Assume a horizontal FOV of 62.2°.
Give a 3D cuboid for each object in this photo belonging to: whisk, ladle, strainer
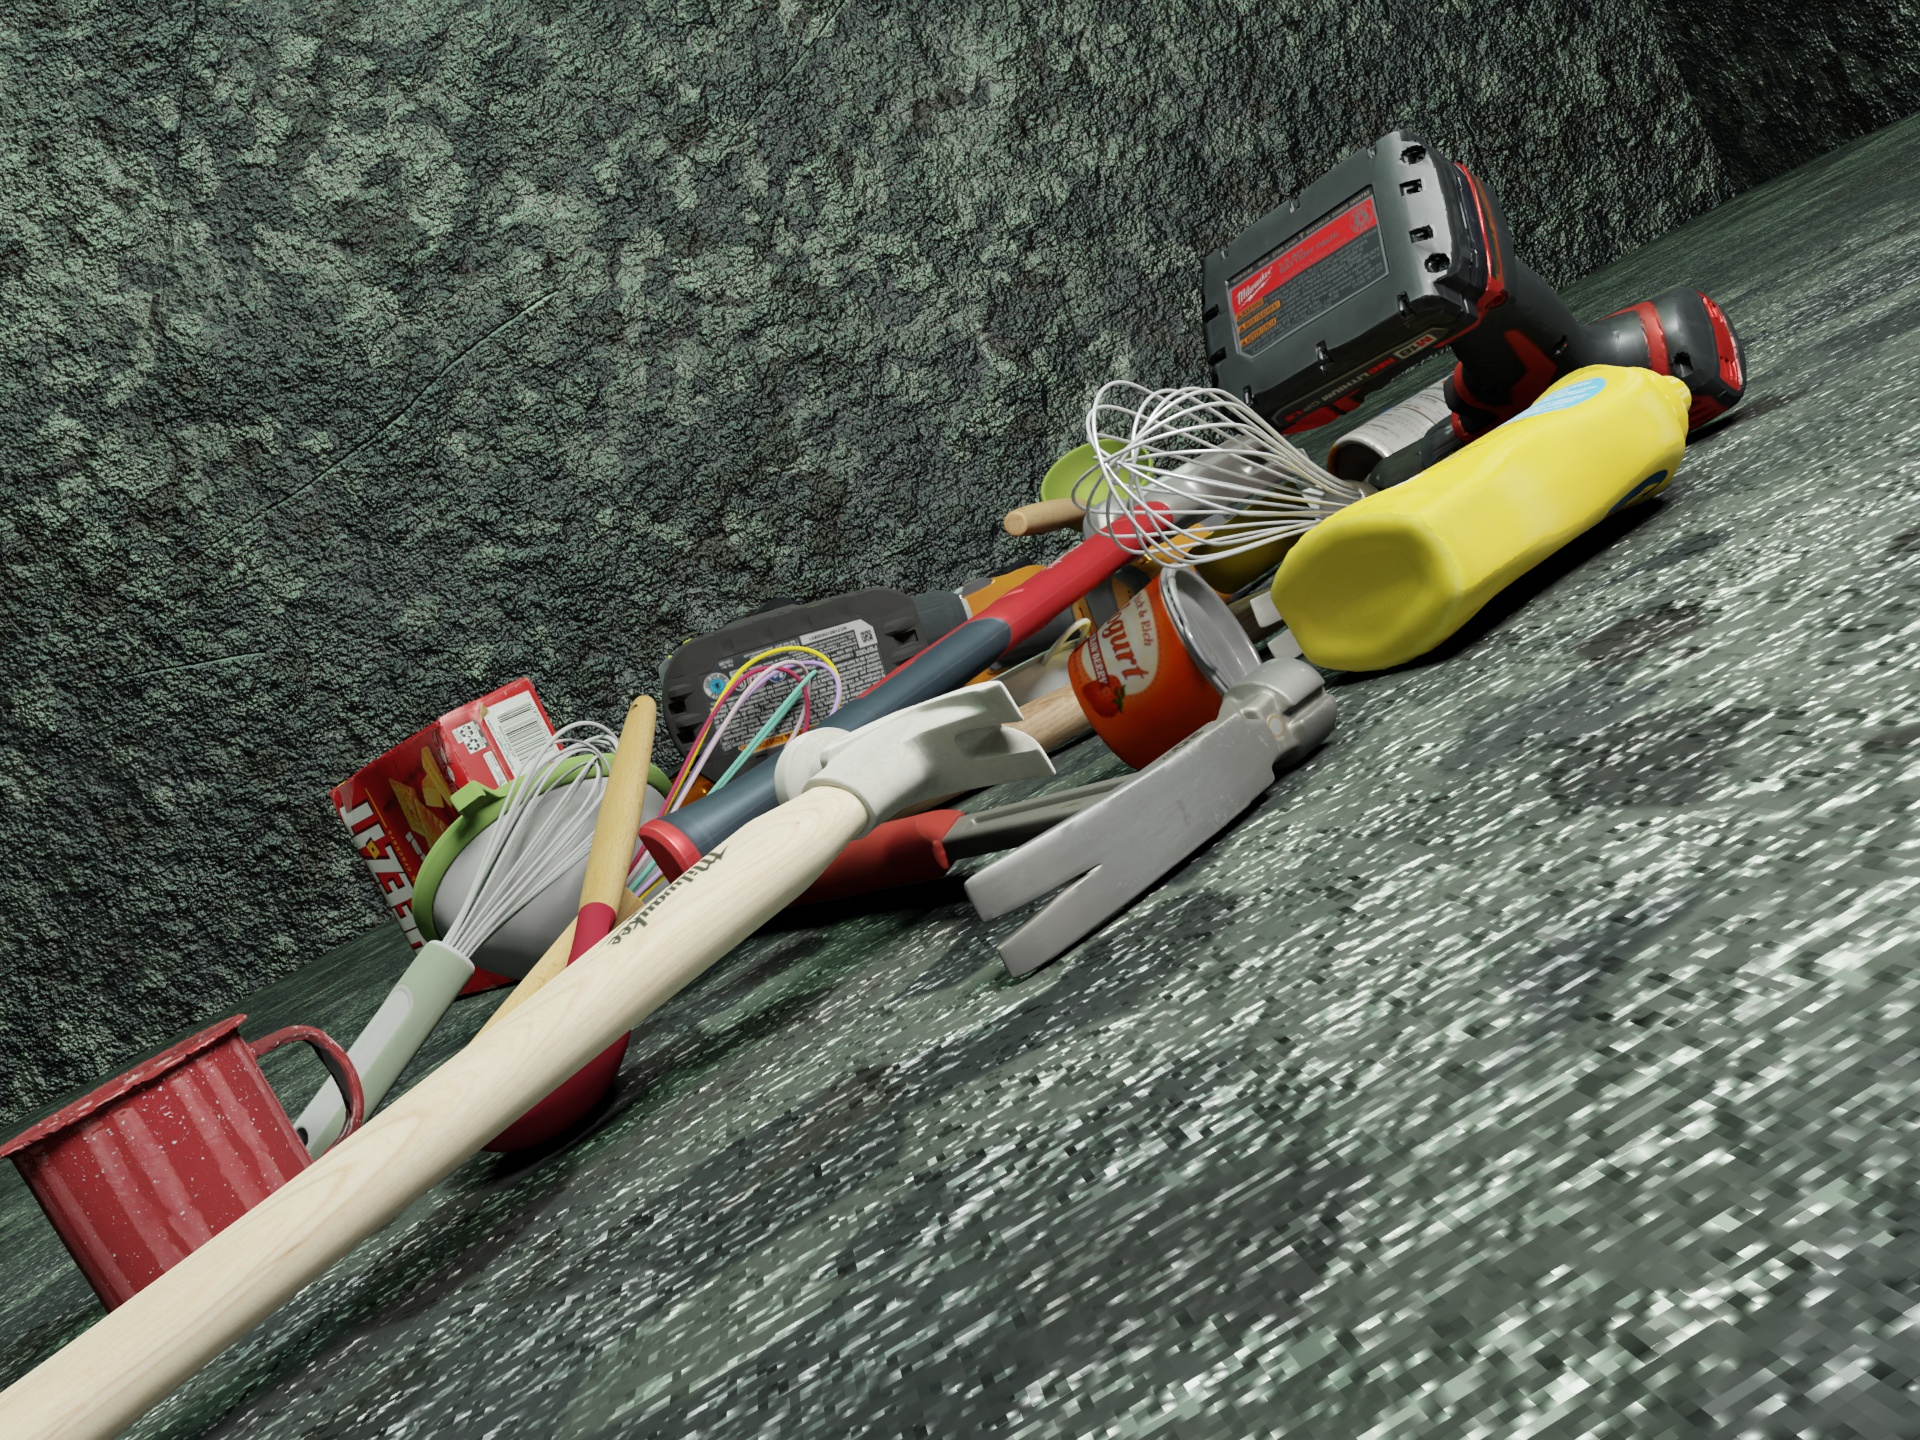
[{"bbox_3d":[-0.138,0.059,0.716,0.245,0.047,0.051,-52,15,-20],"label":"whisk"},{"bbox_3d":[-0.224,0.099,0.714,0.058,0.059,0.246,9,54,34],"label":"whisk"},{"bbox_3d":[-0.145,0.065,0.644,0.069,0.031,0.316,-31,25,12],"label":"ladle"},{"bbox_3d":[0.063,-0.137,0.950,0.078,0.062,0.320,-12,6,16],"label":"ladle"},{"bbox_3d":[-0.162,0.085,0.865,0.256,0.069,0.151,-11,-41,-39],"label":"strainer"},{"bbox_3d":[0.140,-0.086,0.630,0.070,0.070,0.284,-24,-15,39],"label":"whisk"},{"bbox_3d":[-0.001,-0.003,0.892,0.087,0.050,0.258,-22,2,-36],"label":"strainer"}]

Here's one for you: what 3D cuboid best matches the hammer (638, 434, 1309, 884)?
[{"bbox_3d":[0.014,-0.037,0.725,0.386,0.038,0.143,-37,9,-39],"label":"hammer"}]

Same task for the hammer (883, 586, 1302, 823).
[{"bbox_3d":[0.049,-0.003,0.760,0.331,0.031,0.130,-27,5,14],"label":"hammer"}]

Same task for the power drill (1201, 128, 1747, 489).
[{"bbox_3d":[0.205,-0.146,0.694,0.226,0.080,0.188,11,-25,-38],"label":"power drill"}]

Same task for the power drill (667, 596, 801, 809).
[{"bbox_3d":[-0.172,0.025,1.075,0.164,0.084,0.227,-26,28,24],"label":"power drill"}]

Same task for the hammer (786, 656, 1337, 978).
[{"bbox_3d":[-0.029,0.054,0.601,0.149,0.036,0.359,-32,7,-34],"label":"hammer"}]

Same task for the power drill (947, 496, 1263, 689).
[{"bbox_3d":[0.094,-0.080,1.024,0.185,0.084,0.226,-30,9,-40],"label":"power drill"}]

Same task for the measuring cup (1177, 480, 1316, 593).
[{"bbox_3d":[0.105,-0.057,0.738,0.062,0.029,0.156,-32,-6,-43],"label":"measuring cup"}]

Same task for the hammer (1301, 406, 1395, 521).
[{"bbox_3d":[0.332,-0.215,1.287,0.144,0.035,0.405,-25,6,24],"label":"hammer"}]

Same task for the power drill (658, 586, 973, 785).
[{"bbox_3d":[-0.076,-0.030,0.890,0.190,0.080,0.228,-17,7,-4],"label":"power drill"}]

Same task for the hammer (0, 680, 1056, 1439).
[{"bbox_3d":[-0.146,0.114,0.430,0.410,0.038,0.146,-38,11,-29],"label":"hammer"}]
